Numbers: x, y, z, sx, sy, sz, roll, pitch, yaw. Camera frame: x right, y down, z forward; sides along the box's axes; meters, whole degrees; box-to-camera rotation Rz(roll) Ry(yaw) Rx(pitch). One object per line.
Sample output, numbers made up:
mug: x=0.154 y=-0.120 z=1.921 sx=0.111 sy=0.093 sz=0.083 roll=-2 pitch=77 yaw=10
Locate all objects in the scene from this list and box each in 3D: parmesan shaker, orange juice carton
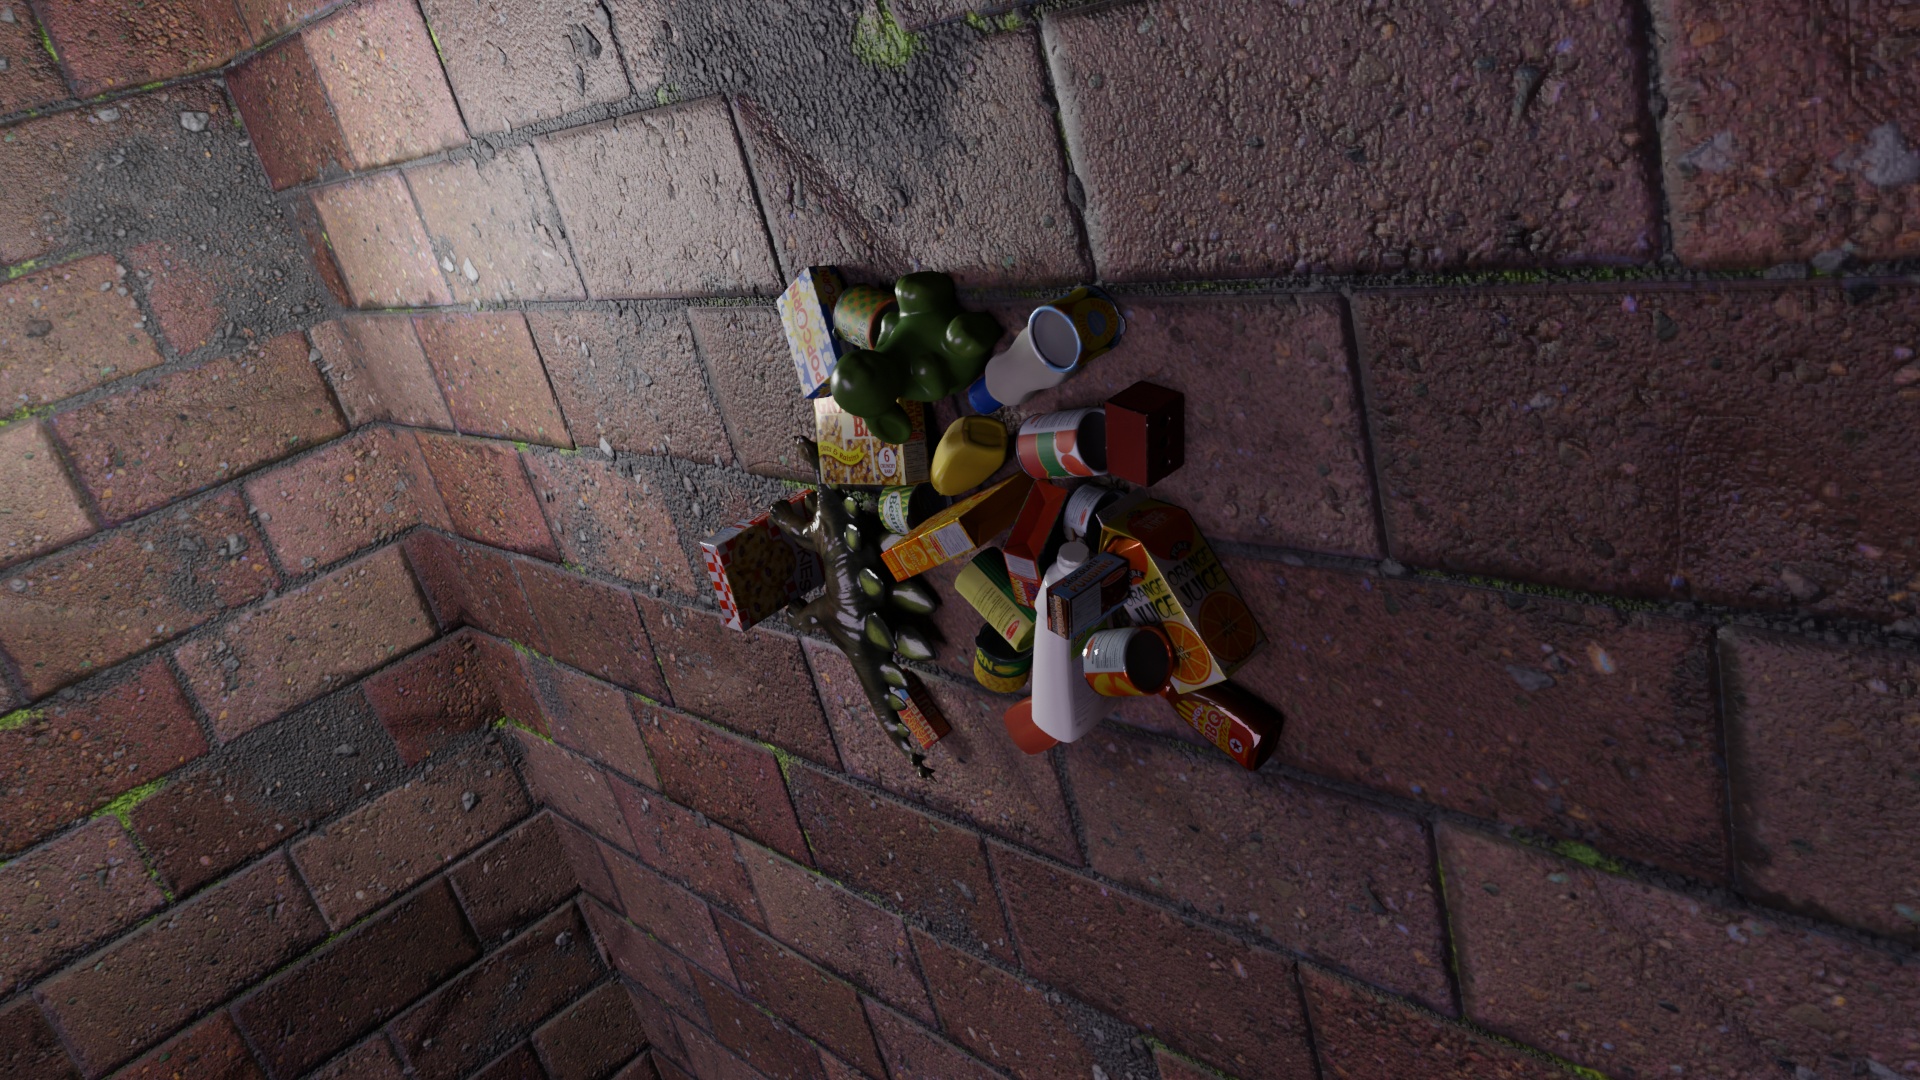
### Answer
parmesan shaker: x=0.053 y=0.062 z=1.527 sx=0.103 sy=0.071 sz=0.071 roll=45 pitch=143 yaw=20
orange juice carton: x=0.201 y=0.042 z=1.320 sx=0.192 sy=0.072 sz=0.072 roll=58 pitch=145 yaw=0

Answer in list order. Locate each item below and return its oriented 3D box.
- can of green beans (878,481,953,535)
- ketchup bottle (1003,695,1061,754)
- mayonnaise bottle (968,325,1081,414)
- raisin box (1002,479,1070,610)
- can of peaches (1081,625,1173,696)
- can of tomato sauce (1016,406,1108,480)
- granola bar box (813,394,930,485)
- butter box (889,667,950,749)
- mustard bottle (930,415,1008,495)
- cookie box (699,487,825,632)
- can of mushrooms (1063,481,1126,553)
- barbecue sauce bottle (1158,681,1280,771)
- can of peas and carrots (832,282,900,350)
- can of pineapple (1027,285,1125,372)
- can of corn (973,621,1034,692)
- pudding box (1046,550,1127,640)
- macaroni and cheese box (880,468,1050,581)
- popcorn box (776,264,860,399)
can of green beans: x=-0.051 y=-0.038 z=1.580 sx=0.058 sy=0.071 sz=0.071 roll=4 pitch=118 yaw=50
ketchup bottle: x=0.107 y=0.199 z=1.581 sx=0.065 sy=0.044 sz=0.148 roll=56 pitch=145 yaw=2
mayonnaise bottle: x=0.059 y=-0.166 z=1.369 sx=0.147 sy=0.041 sz=0.064 roll=-28 pitch=91 yaw=57
raisin box: x=0.081 y=0.008 z=1.392 sx=0.040 sy=0.086 sz=0.123 roll=17 pitch=157 yaw=18
can of peaches: x=0.159 y=0.114 z=1.305 sx=0.058 sy=0.071 sz=0.071 roll=-11 pitch=106 yaw=53
can of tomato sauce: x=0.107 y=-0.092 z=1.342 sx=0.083 sy=0.071 sz=0.071 roll=-2 pitch=114 yaw=51
granola bar box: x=-0.102 y=-0.126 z=1.574 sx=0.165 sy=0.039 sz=0.124 roll=4 pitch=101 yaw=50
butter box: x=-0.058 y=0.221 z=1.822 sx=0.103 sy=0.024 sz=0.053 roll=54 pitch=146 yaw=8
mustard bottle: x=0.000 y=-0.083 z=1.485 sx=0.159 sy=0.065 sz=0.049 roll=136 pitch=141 yaw=-62
cookie box: x=-0.241 y=0.022 z=1.774 sx=0.040 sy=0.168 sz=0.122 roll=11 pitch=124 yaw=43
can of mushrooms: x=0.134 y=-0.021 z=1.362 sx=0.033 sy=0.071 sz=0.070 roll=23 pitch=132 yaw=40
barbecue sauce bottle: x=0.245 y=0.164 z=1.382 sx=0.149 sy=0.044 sz=0.064 roll=35 pitch=140 yaw=31
can of peas and carrots: x=-0.094 y=-0.234 z=1.480 sx=0.059 sy=0.071 sz=0.070 roll=27 pitch=135 yaw=36
can of pineapple: x=0.105 y=-0.194 z=1.273 sx=0.071 sy=0.058 sz=0.070 roll=31 pitch=136 yaw=34
can of corn: x=0.048 y=0.131 z=1.580 sx=0.071 sy=0.071 sz=0.058 roll=38 pitch=141 yaw=28
pudding box: x=0.118 y=0.051 z=1.289 sx=0.030 sy=0.084 sz=0.049 roll=28 pitch=136 yaw=40
macaroni and cheese box: x=0.005 y=-0.018 z=1.471 sx=0.040 sy=0.124 sz=0.166 roll=58 pitch=145 yaw=-6
popcorn box: x=-0.157 y=-0.233 z=1.555 sx=0.085 sy=0.038 sz=0.127 roll=-32 pitch=71 yaw=52
